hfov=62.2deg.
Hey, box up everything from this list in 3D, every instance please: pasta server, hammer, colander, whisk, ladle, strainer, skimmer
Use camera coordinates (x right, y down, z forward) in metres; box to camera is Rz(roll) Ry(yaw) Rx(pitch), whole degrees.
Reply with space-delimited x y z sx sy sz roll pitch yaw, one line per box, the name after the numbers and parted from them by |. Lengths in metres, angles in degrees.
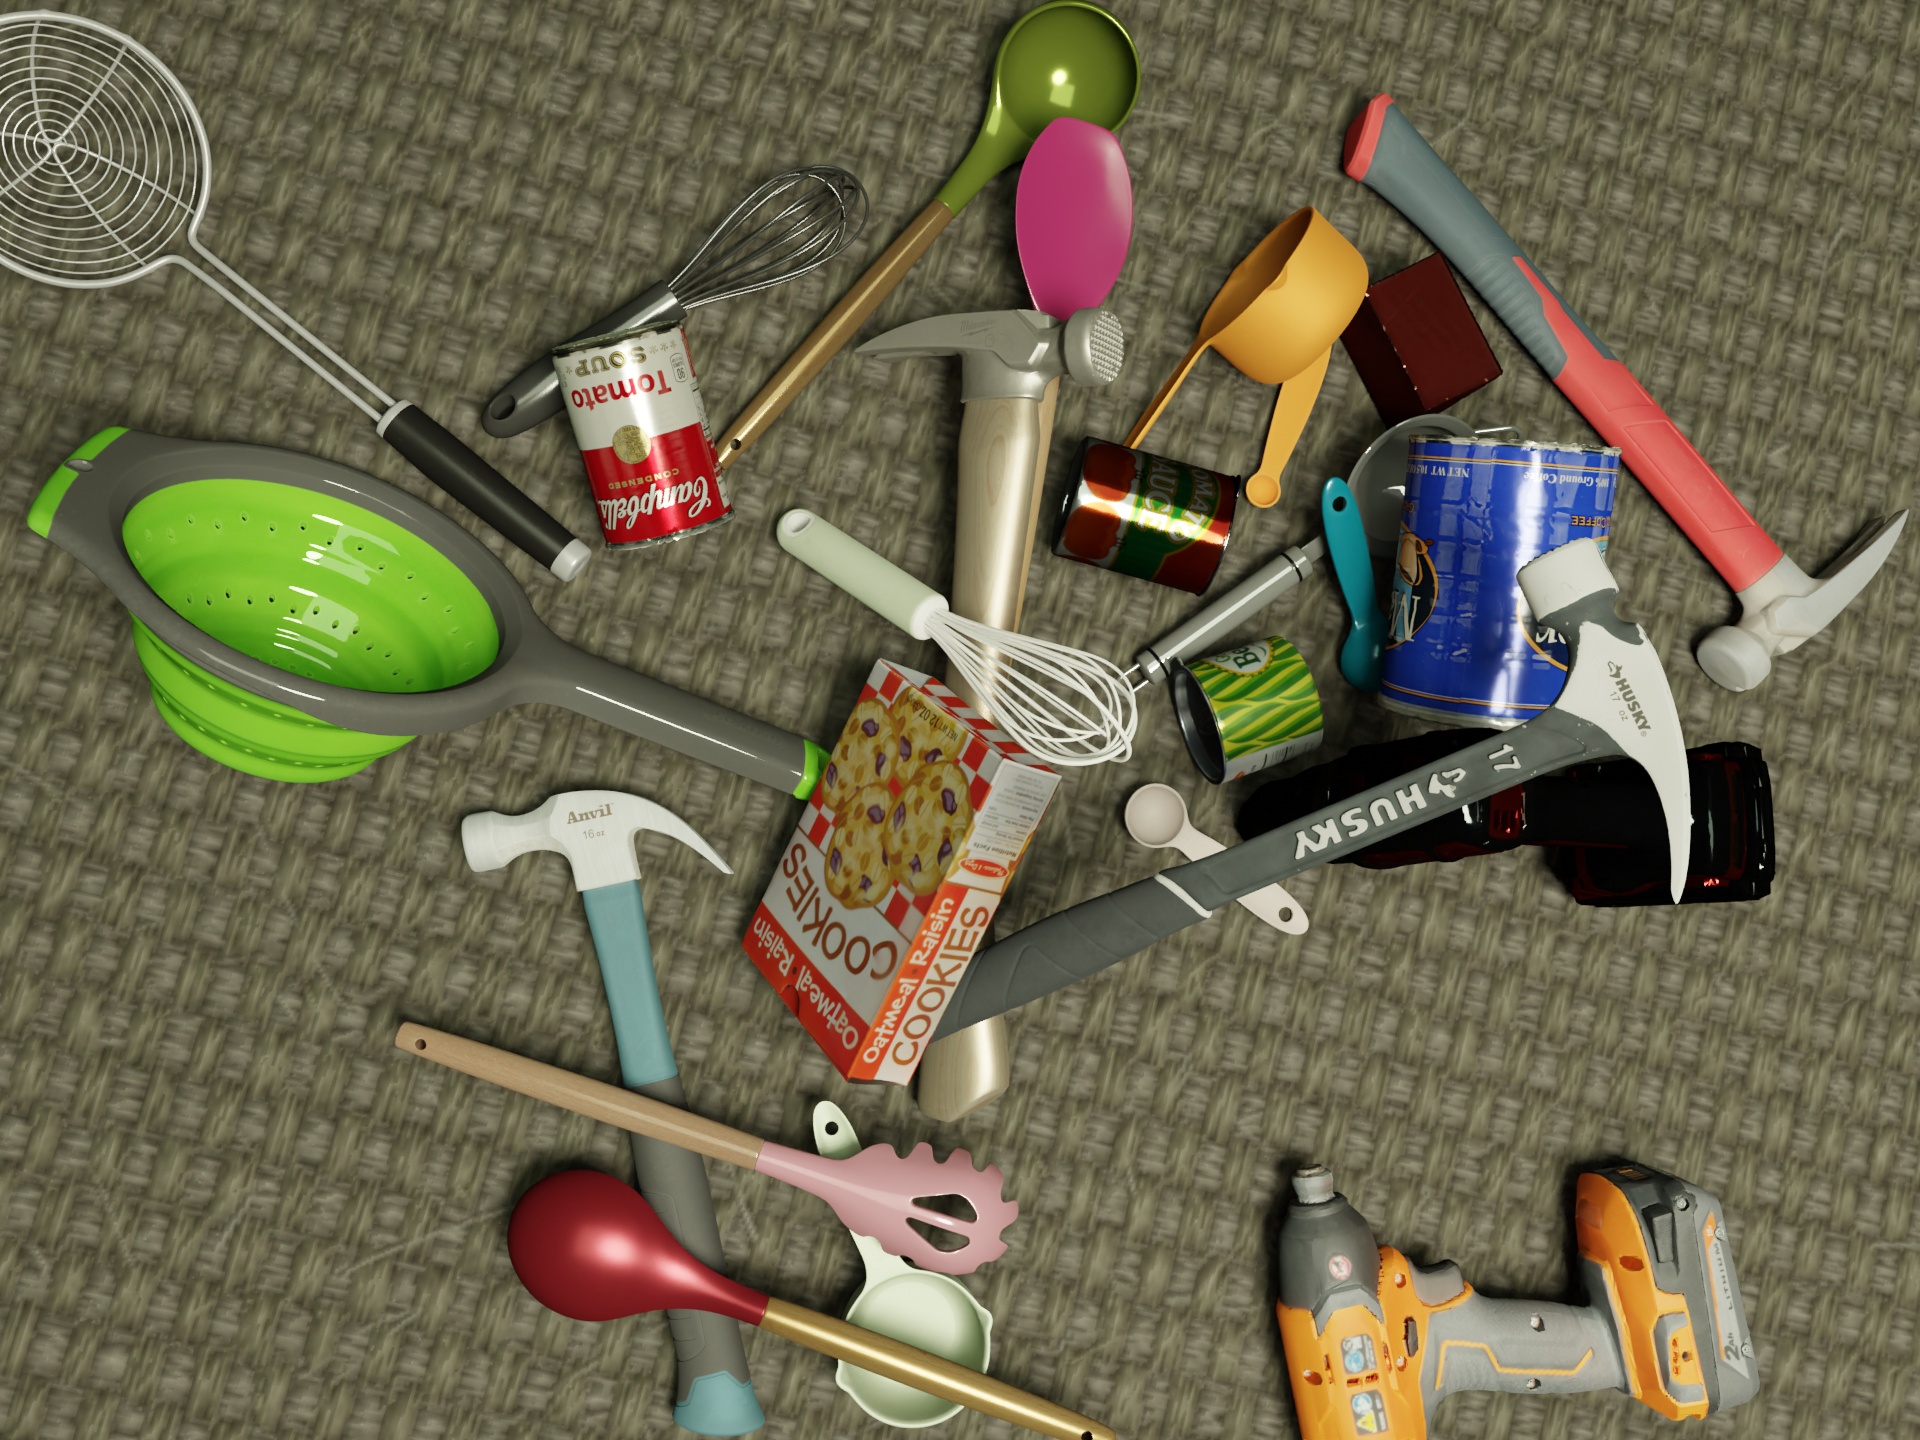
-0.123 0.203 0.779 0.316 0.040 0.060 18 83 1 | pasta server
0.364 -0.206 0.897 0.143 0.038 0.386 -41 90 -9 | hammer
-0.243 -0.008 0.782 0.396 0.205 0.094 23 117 -20 | colander
-0.009 -0.046 0.782 0.058 0.059 0.247 -45 55 -15 | whisk
-0.072 0.297 0.773 0.315 0.031 0.069 21 85 -3 | ladle
-0.155 0.196 0.805 0.128 0.033 0.331 -12 87 -6 | hammer
0.121 0.076 0.719 0.409 0.036 0.149 -27 78 24 | hammer
-0.150 -0.219 0.838 0.239 0.055 0.055 -36 90 -4 | whisk
-0.023 -0.256 0.850 0.078 0.062 0.320 43 84 -20 | ladle
-0.001 -0.003 0.821 0.146 0.038 0.410 5 92 33 | hammer
0.188 -0.092 0.866 0.258 0.050 0.086 -35 128 -3 | strainer
-0.335 -0.196 0.788 0.363 0.090 0.127 39 81 -3 | skimmer

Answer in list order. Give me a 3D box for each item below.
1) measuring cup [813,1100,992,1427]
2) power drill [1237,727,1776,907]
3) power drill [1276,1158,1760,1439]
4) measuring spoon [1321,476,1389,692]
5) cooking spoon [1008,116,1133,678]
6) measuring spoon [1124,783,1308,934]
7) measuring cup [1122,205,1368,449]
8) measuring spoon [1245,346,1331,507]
-0.041 0.272 0.810 0.083 0.038 0.167 -21 85 -7 | measuring cup
0.273 0.051 0.815 0.226 0.188 0.080 6 79 -24 | power drill
0.276 0.296 0.823 0.226 0.084 0.164 -11 86 -4 | power drill
0.217 -0.069 0.850 0.042 0.021 0.128 -23 114 -5 | measuring spoon
0.041 -0.160 0.847 0.068 0.017 0.319 9 91 -22 | cooking spoon
0.138 0.078 0.861 0.124 0.018 0.034 37 82 -9 | measuring spoon
0.151 -0.191 0.860 0.052 0.095 0.173 34 102 -14 | measuring cup
0.184 -0.171 0.889 0.021 0.011 0.117 22 79 -5 | measuring spoon
